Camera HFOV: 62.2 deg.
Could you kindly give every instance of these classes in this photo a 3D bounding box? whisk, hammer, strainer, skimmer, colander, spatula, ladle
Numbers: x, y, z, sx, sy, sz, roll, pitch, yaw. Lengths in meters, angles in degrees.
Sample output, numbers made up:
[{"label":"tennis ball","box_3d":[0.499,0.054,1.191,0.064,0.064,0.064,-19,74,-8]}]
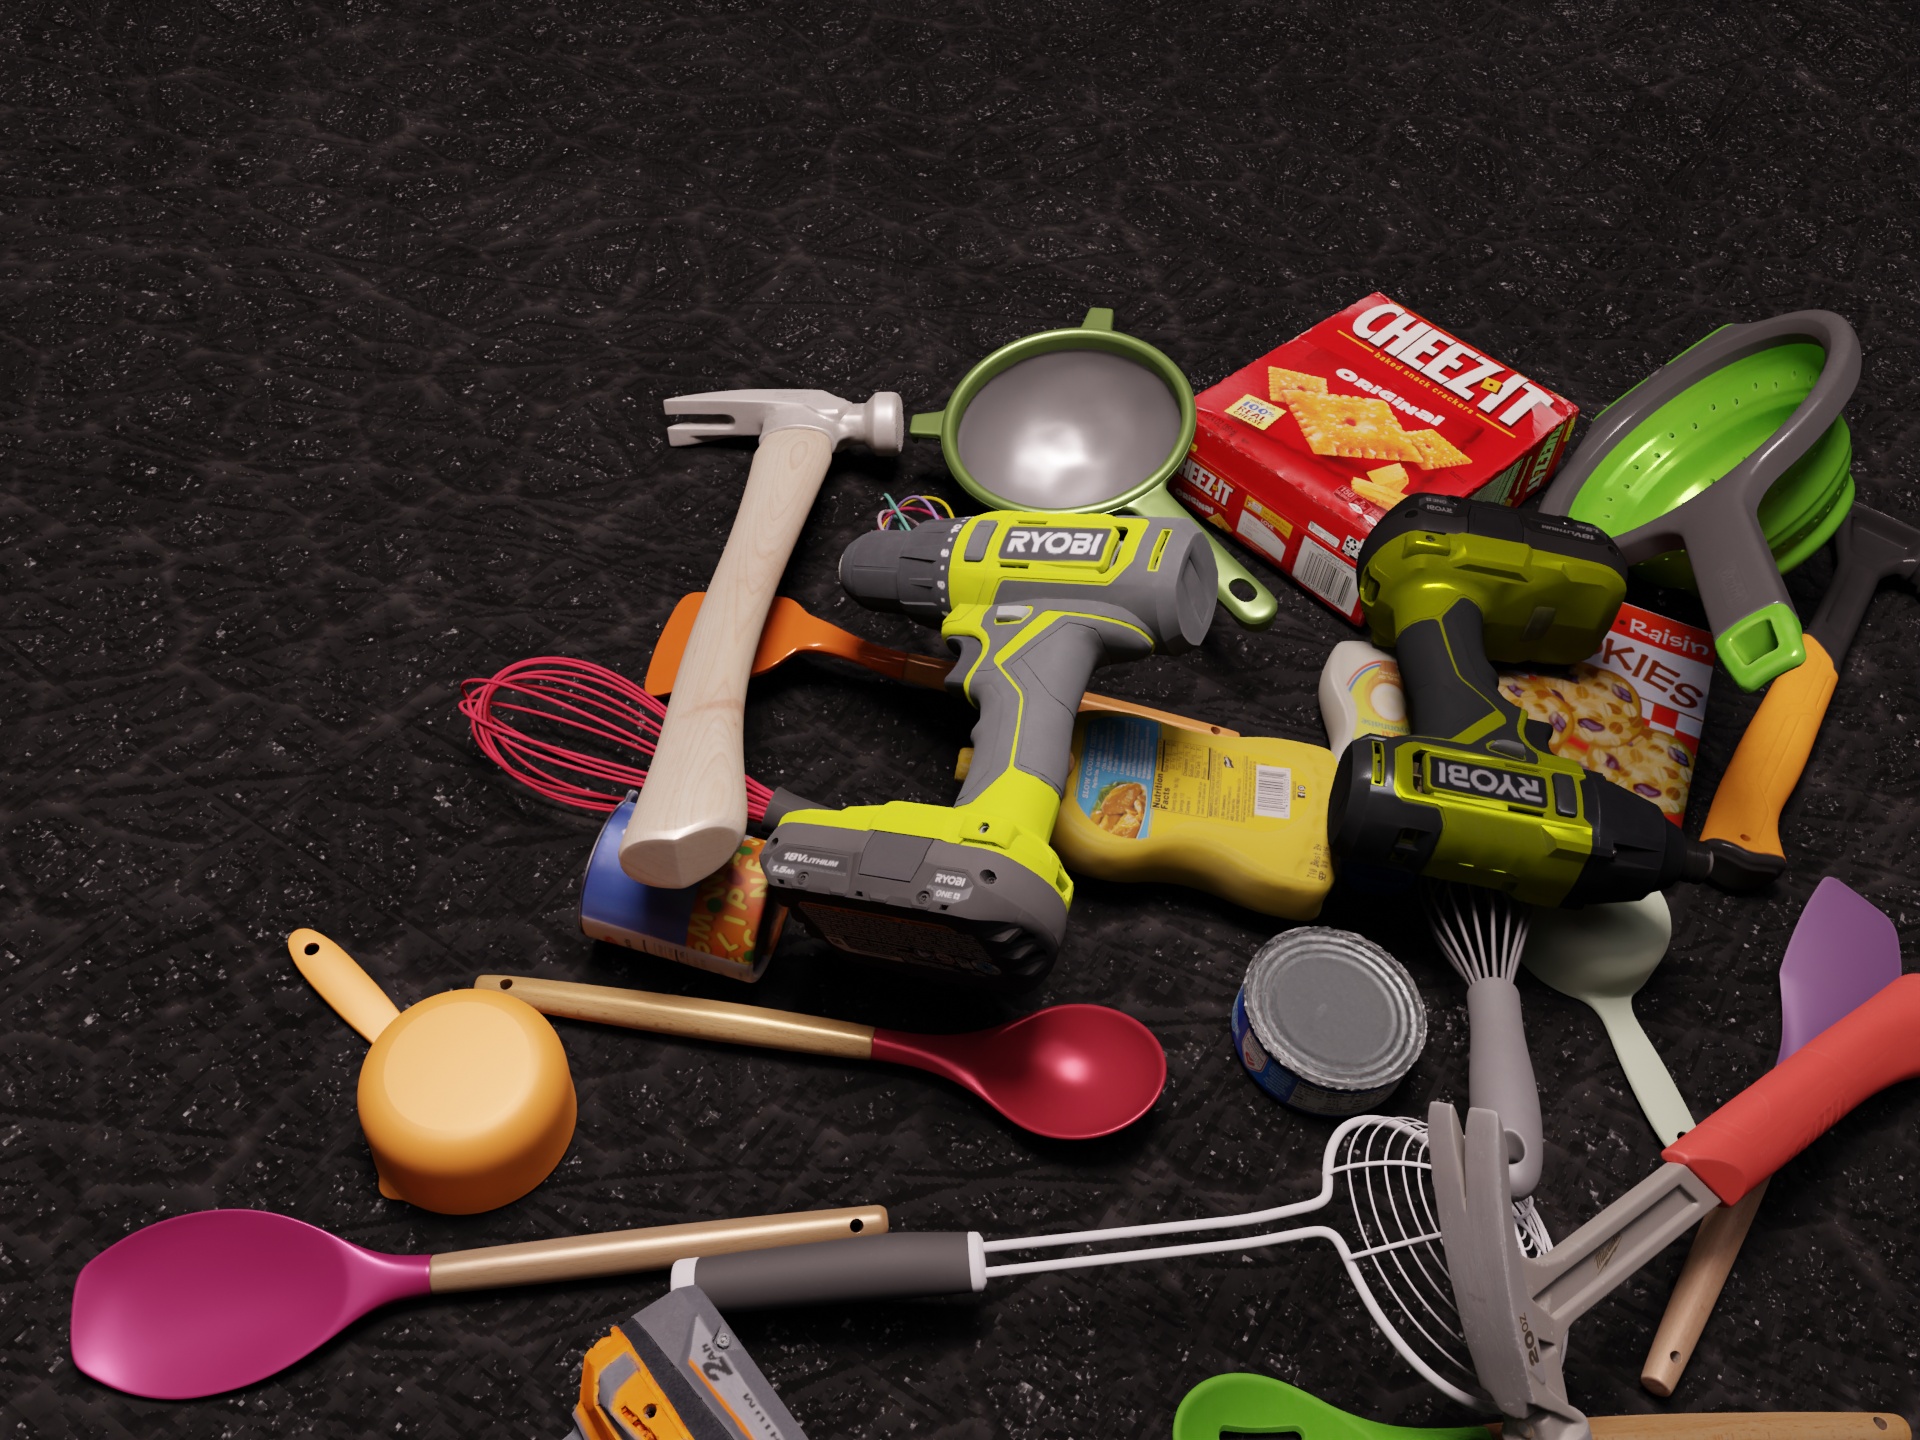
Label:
[{"label":"whisk","box_3d":[-0.112,0.037,0.787,0.296,0.073,0.073,21,51,4]},{"label":"hammer","box_3d":[-0.122,-0.067,0.824,0.146,0.038,0.411,1,38,5]},{"label":"hammer","box_3d":[0.329,0.171,0.674,0.359,0.037,0.149,-17,96,-35]},{"label":"strainer","box_3d":[0.097,-0.126,0.934,0.151,0.069,0.257,-33,60,-11]},{"label":"hammer","box_3d":[0.485,-0.026,0.926,0.127,0.034,0.337,31,53,17]},{"label":"skimmer","box_3d":[0.069,0.232,0.655,0.363,0.090,0.127,-5,44,0]},{"label":"colander","box_3d":[0.437,-0.098,0.883,0.094,0.204,0.397,44,33,-12]},{"label":"whisk","box_3d":[0.238,0.125,0.721,0.055,0.055,0.239,14,32,5]},{"label":"spatula","box_3d":[-0.008,-0.018,0.869,0.322,0.041,0.081,13,49,-1]},{"label":"whisk","box_3d":[0.005,-0.052,0.839,0.047,0.051,0.245,-20,43,-10]},{"label":"ladle","box_3d":[-0.066,0.144,0.722,0.315,0.031,0.069,8,47,2]},{"label":"spatula","box_3d":[0.383,0.186,0.745,0.060,0.018,0.316,40,55,10]}]

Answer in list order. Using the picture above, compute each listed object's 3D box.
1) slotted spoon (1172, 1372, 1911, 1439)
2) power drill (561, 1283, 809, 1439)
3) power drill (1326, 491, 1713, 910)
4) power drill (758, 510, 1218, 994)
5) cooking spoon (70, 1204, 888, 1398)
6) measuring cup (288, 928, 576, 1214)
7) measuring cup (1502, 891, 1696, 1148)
[{"label":"slotted spoon","box_3d":[0.234,0.291,0.633,0.313,0.031,0.070,1,38,-8]},{"label":"power drill","box_3d":[-0.143,0.321,0.530,0.226,0.084,0.164,-32,61,-24]},{"label":"power drill","box_3d":[0.275,-0.008,0.796,0.171,0.080,0.223,11,47,3]},{"label":"power drill","box_3d":[-0.001,-0.002,0.734,0.191,0.080,0.229,6,59,29]},{"label":"cooking spoon","box_3d":[-0.187,0.222,0.644,0.319,0.017,0.069,-3,70,-10]},{"label":"measuring cup","box_3d":[-0.241,0.134,0.690,0.174,0.052,0.095,37,56,20]},{"label":"measuring cup","box_3d":[0.324,0.132,0.768,0.083,0.038,0.168,-3,49,-10]}]
